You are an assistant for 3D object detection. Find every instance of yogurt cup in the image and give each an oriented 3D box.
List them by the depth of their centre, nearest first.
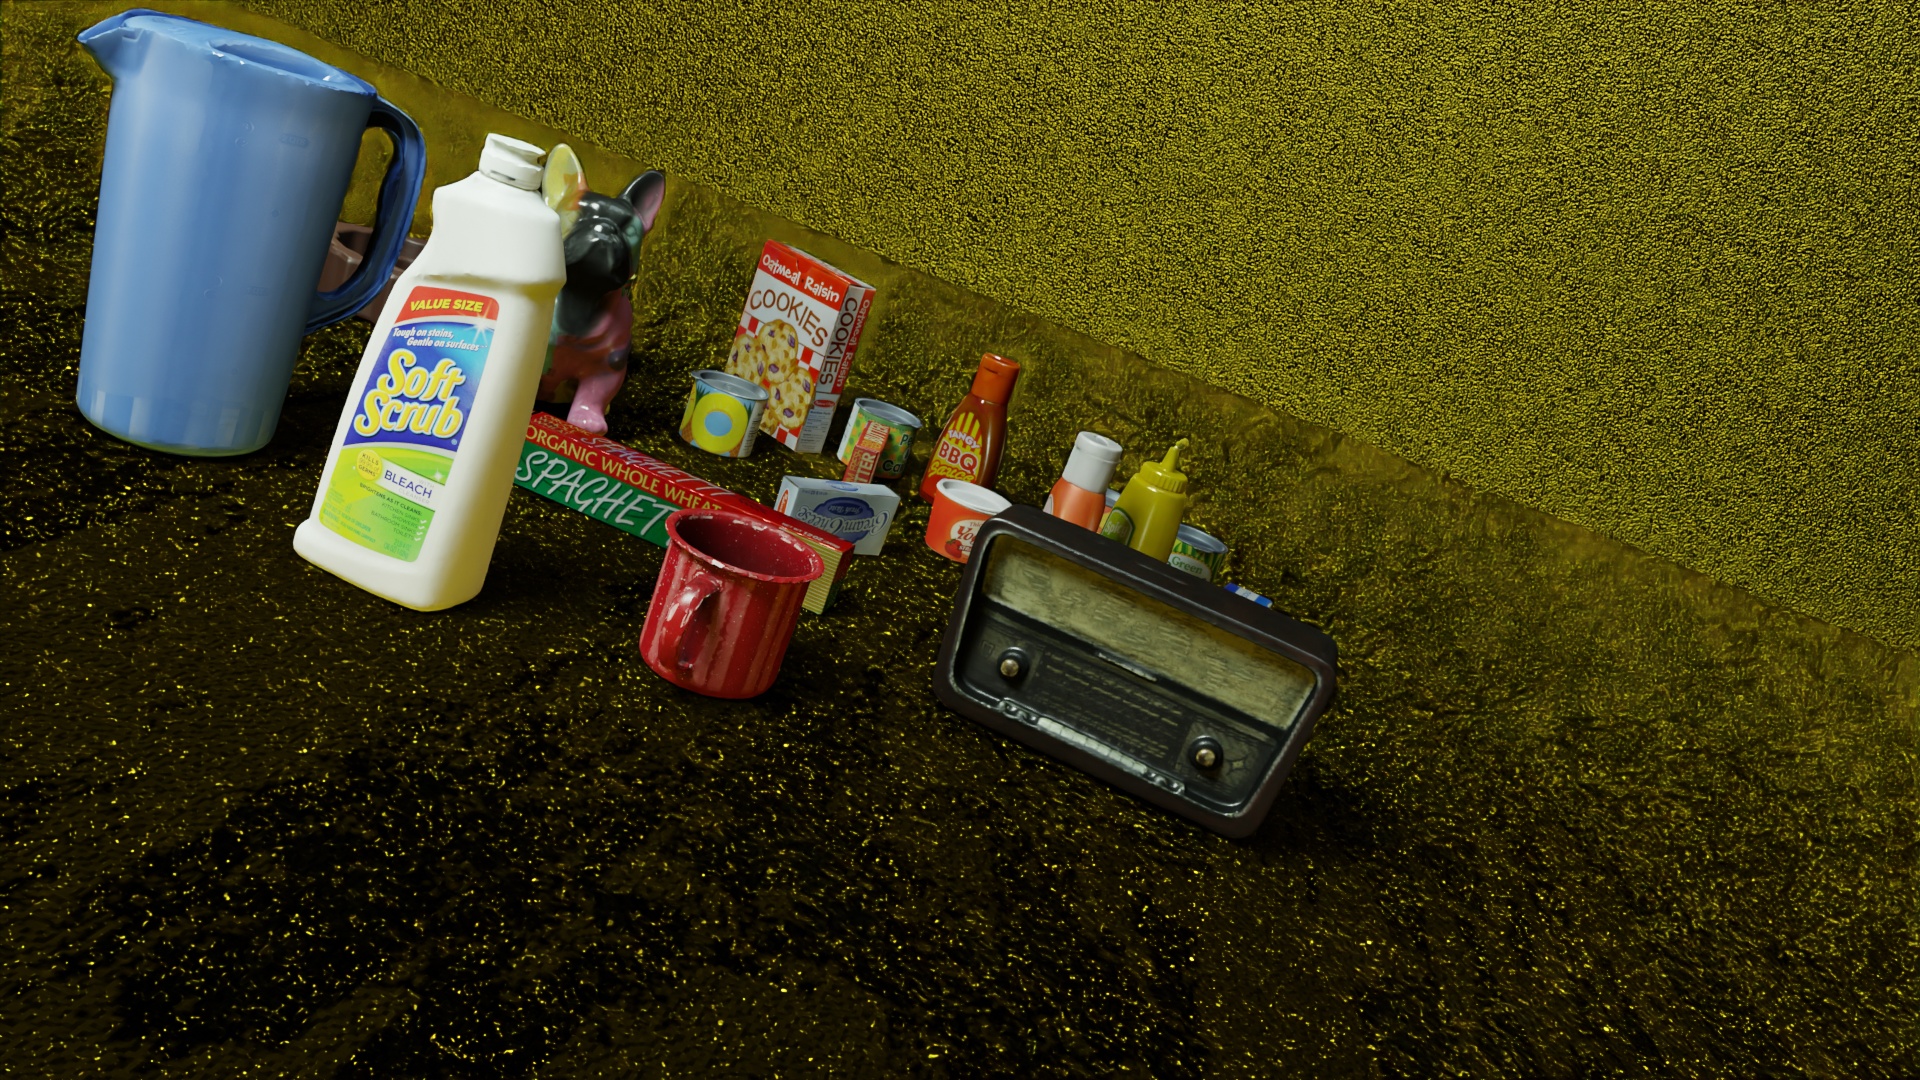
[{"bbox_3d":[0.004,-0.015,1.175,0.072,0.053,0.072,19,16,-6],"label":"yogurt cup"}]

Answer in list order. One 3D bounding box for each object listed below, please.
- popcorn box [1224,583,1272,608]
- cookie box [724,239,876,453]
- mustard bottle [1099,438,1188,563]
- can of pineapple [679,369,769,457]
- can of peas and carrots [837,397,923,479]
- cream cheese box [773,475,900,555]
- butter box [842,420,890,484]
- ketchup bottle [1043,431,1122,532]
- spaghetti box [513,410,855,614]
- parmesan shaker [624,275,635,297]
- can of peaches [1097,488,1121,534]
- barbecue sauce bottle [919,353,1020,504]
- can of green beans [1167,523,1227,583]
[{"bbox_3d":[0.187,0.086,1.020,0.038,0.085,0.127,26,17,16],"label":"popcorn box"},{"bbox_3d":[-0.159,-0.184,1.317,0.123,0.167,0.040,32,19,34],"label":"cookie box"},{"bbox_3d":[0.153,-0.015,1.166,0.049,0.159,0.065,11,18,-30],"label":"mustard bottle"},{"bbox_3d":[-0.209,-0.112,1.220,0.071,0.057,0.071,19,16,-6],"label":"can of pineapple"},{"bbox_3d":[-0.076,-0.097,1.330,0.071,0.058,0.071,19,16,-6],"label":"can of peas and carrots"},{"bbox_3d":[-0.098,-0.018,1.063,0.104,0.053,0.024,3,23,-45],"label":"cream cheese box"},{"bbox_3d":[-0.086,-0.071,1.246,0.024,0.053,0.104,20,16,-3],"label":"butter box"},{"bbox_3d":[0.084,-0.011,1.090,0.043,0.148,0.065,17,16,-13],"label":"ketchup bottle"},{"bbox_3d":[-0.197,-0.021,0.959,0.250,0.050,0.029,23,16,6],"label":"spaghetti box"},{"bbox_3d":[-0.344,-0.204,1.272,0.071,0.102,0.071,19,16,-6],"label":"parmesan shaker"},{"bbox_3d":[0.129,-0.017,1.324,0.071,0.058,0.071,19,16,-6],"label":"can of peaches"},{"bbox_3d":[0.014,-0.098,1.283,0.065,0.148,0.044,29,18,25],"label":"barbecue sauce bottle"},{"bbox_3d":[0.208,0.022,1.296,0.071,0.057,0.071,19,16,-6],"label":"can of green beans"}]
